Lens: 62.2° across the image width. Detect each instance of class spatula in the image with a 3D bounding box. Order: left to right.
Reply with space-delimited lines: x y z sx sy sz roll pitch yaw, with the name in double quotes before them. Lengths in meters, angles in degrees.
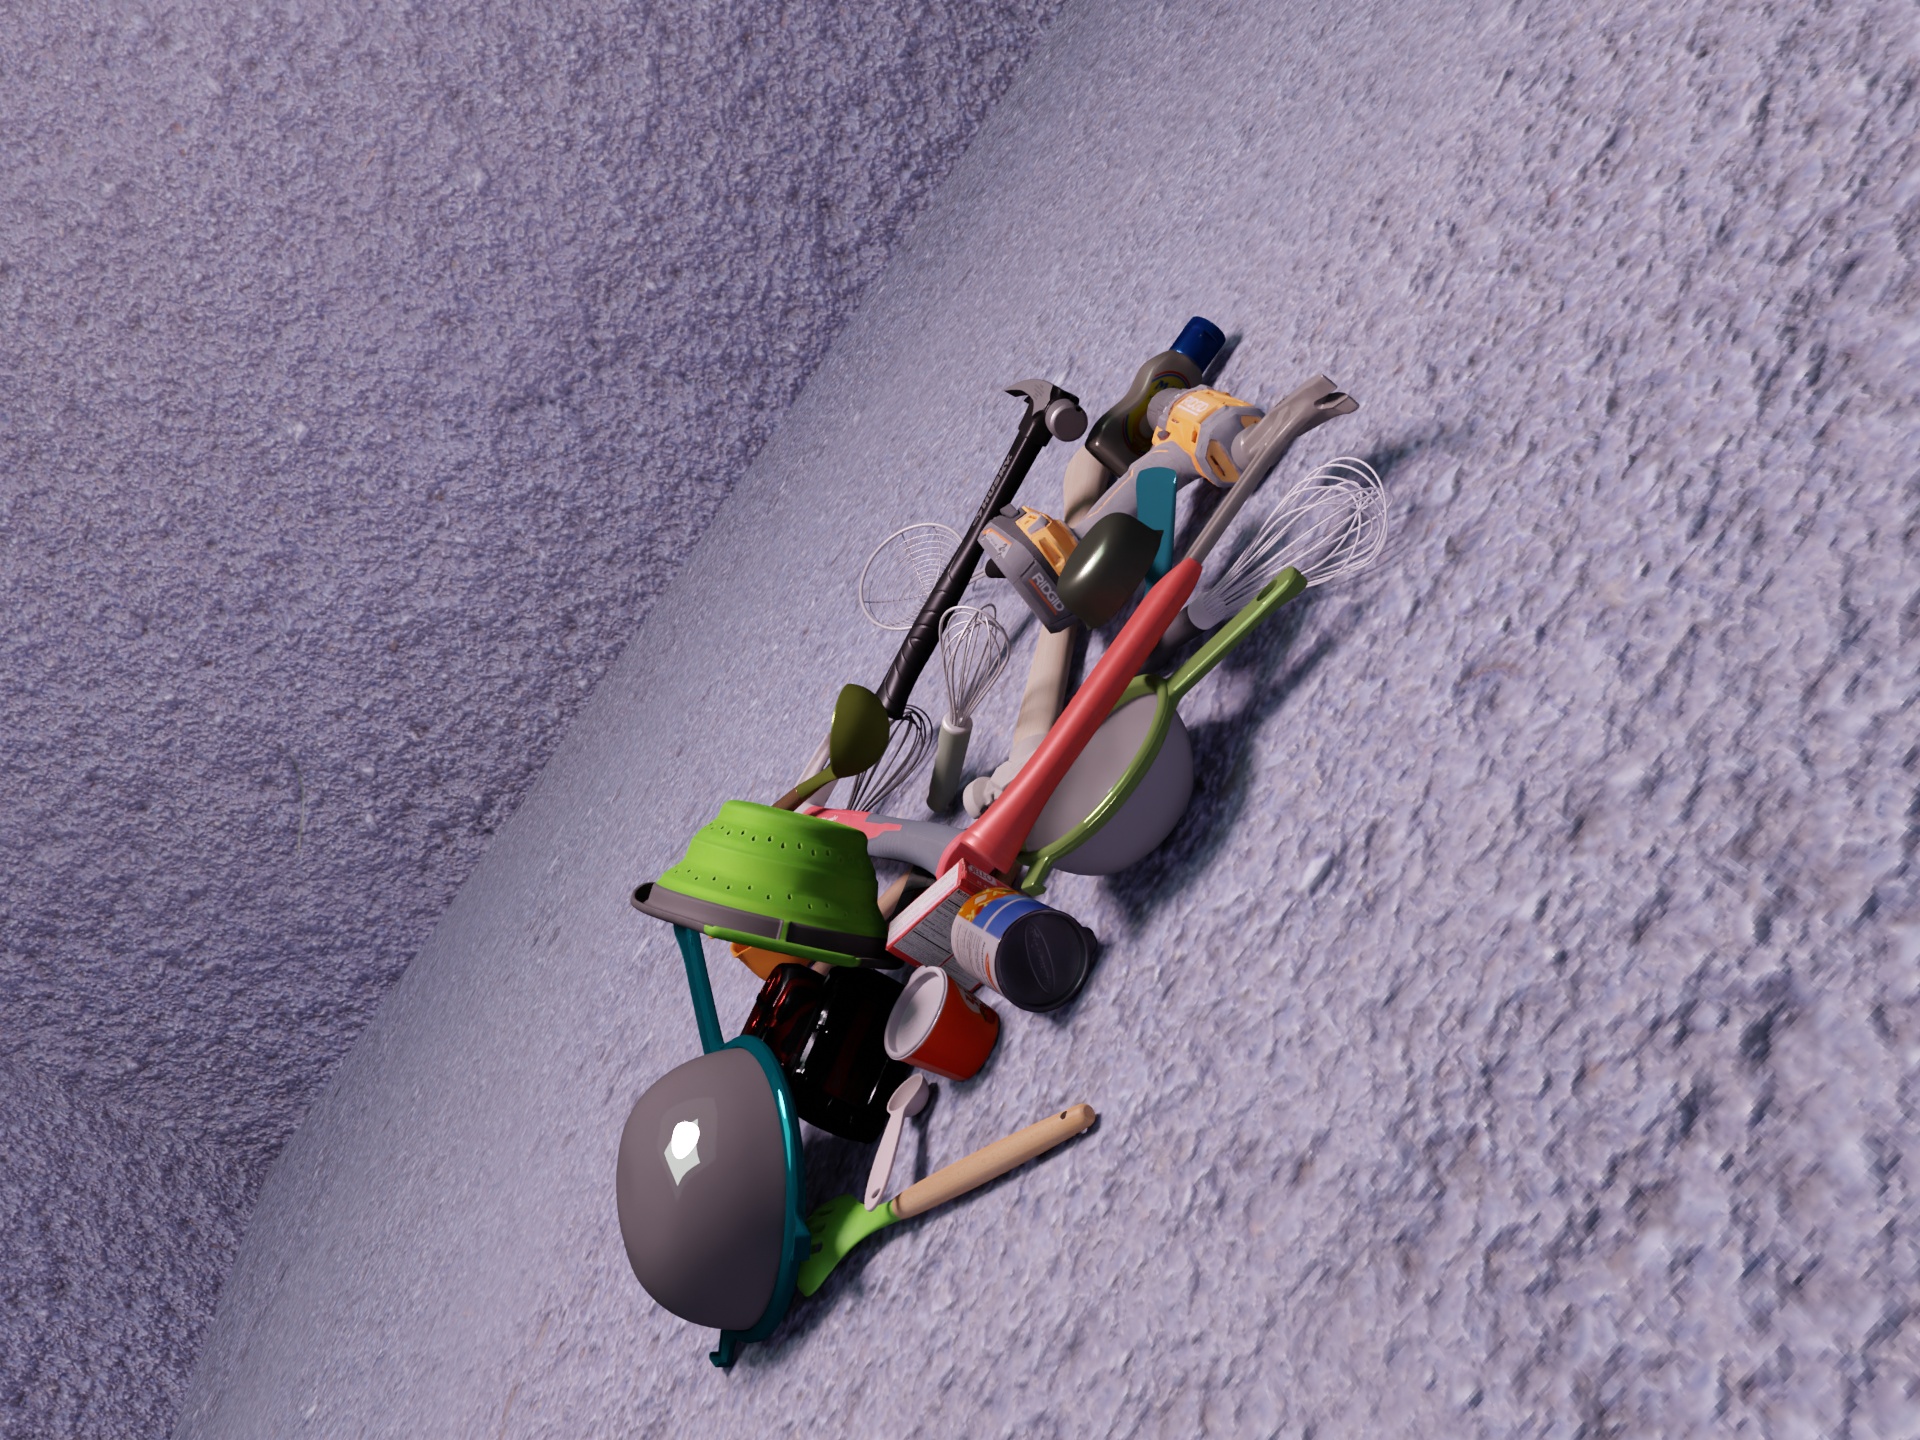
"spatula" -0.105 0.198 1.360 0.316 0.018 0.060 -46 13 30
"spatula" 0.087 -0.026 1.122 0.317 0.044 0.082 -64 16 2

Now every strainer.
"strainer" -0.207 0.282 1.158 0.211 0.095 0.341 -60 38 40
"strainer" 0.138 0.012 1.011 0.256 0.069 0.152 -45 16 17

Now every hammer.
"hammer" -0.064 0.079 1.288 0.143 0.038 0.386 -62 22 -13
"hammer" 0.004 -0.144 1.389 0.334 0.035 0.146 -61 22 17
"hammer" 0.094 -0.101 1.319 0.146 0.038 0.411 -36 29 41
"hammer" 0.119 -0.059 1.002 0.359 0.036 0.149 -54 6 -8

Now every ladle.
"ladle" -0.160 0.067 1.382 0.320 0.062 0.078 -38 25 42

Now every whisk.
"whisk" -0.098 0.091 1.471 0.239 0.055 0.055 -59 20 9
"whisk" -0.002 -0.004 1.256 0.058 0.059 0.246 -56 -13 -38
"whisk" 0.185 -0.089 1.067 0.284 0.070 0.070 -37 28 53

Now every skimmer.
"skimmer" -0.010 -0.152 1.508 0.127 0.090 0.363 -60 13 -10

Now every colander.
"colander" -0.148 0.116 1.244 0.397 0.204 0.094 172 112 -78

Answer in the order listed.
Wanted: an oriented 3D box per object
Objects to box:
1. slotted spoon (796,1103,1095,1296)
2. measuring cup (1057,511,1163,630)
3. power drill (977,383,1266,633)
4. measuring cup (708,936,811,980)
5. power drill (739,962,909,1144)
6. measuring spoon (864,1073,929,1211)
"slotted spoon" -0.022 0.300 1.011 0.313 0.031 0.070 -38 24 39
"measuring cup" 0.093 -0.117 1.089 0.083 0.038 0.168 -53 14 15
"power drill" 0.126 -0.182 1.254 0.226 0.084 0.185 -38 23 4
"measuring cup" -0.179 0.201 1.455 0.095 0.052 0.173 -52 16 -31
"power drill" -0.127 0.275 1.222 0.227 0.080 0.188 -22 40 62
"measuring spoon" -0.042 0.284 1.060 0.034 0.018 0.124 -38 15 28
